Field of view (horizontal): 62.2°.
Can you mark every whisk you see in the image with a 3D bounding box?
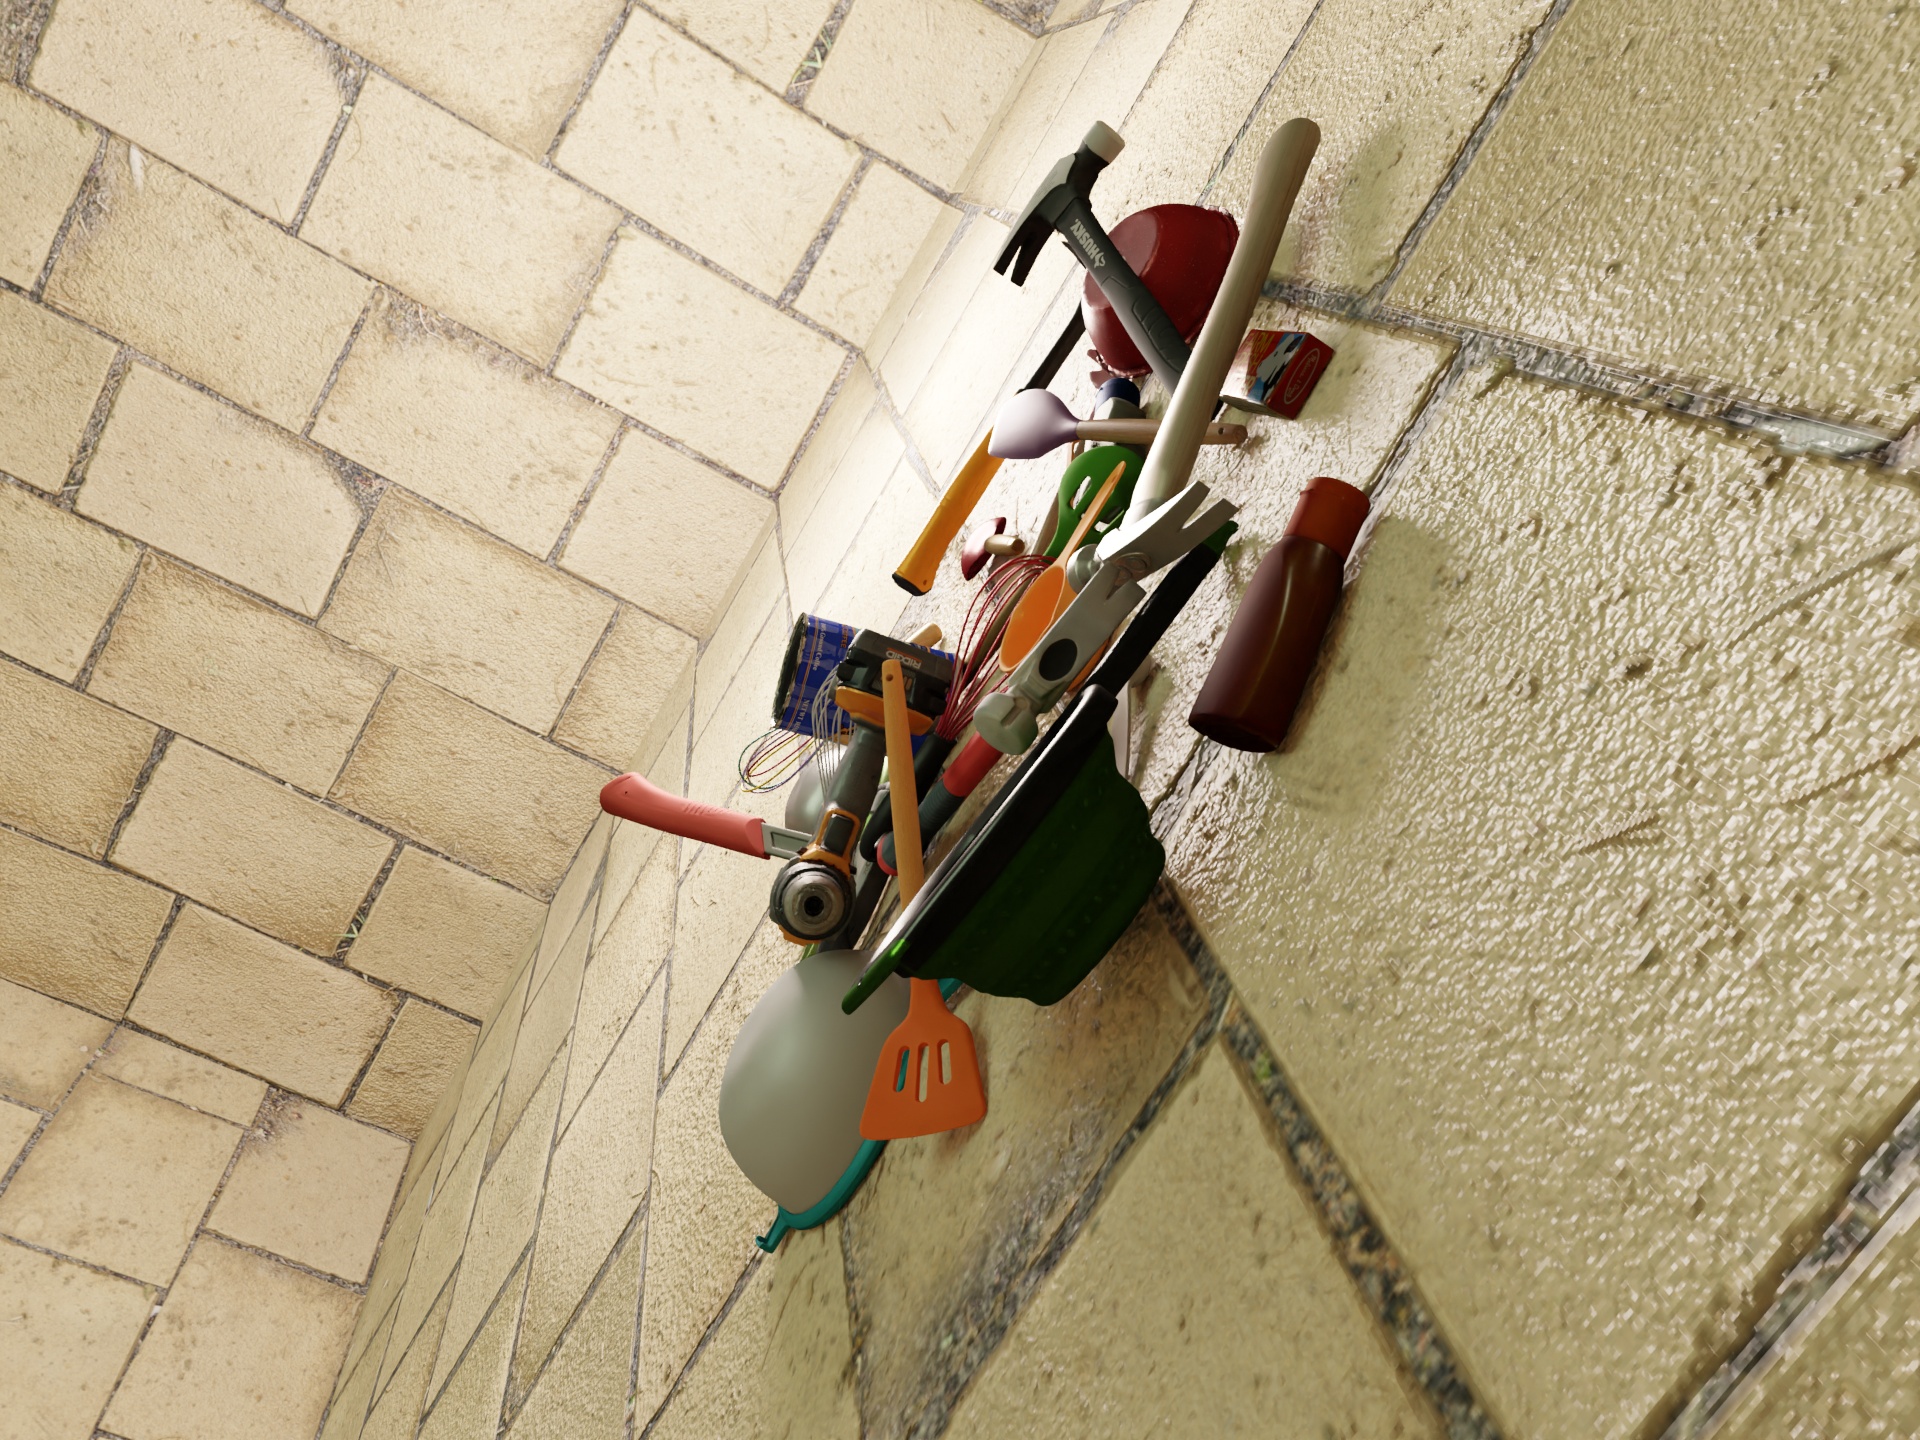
[{"bbox_3d":[-0.002,-0.004,1.251,0.295,0.073,0.073,-58,17,19],"label":"whisk"},{"bbox_3d":[-0.094,0.093,1.264,0.070,0.070,0.284,-165,80,-73],"label":"whisk"},{"bbox_3d":[-0.114,-0.014,1.507,0.245,0.051,0.047,-40,-5,-14],"label":"whisk"}]

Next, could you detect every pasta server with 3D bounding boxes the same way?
[{"bbox_3d":[0.097,-0.227,1.357,0.060,0.040,0.316,4,67,55],"label":"pasta server"}]

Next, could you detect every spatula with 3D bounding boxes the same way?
[{"bbox_3d":[0.108,-0.220,1.197,0.316,0.018,0.060,20,94,58],"label":"spatula"},{"bbox_3d":[-0.034,0.105,1.021,0.081,0.041,0.323,-13,66,15],"label":"spatula"}]

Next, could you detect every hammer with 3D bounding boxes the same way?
[{"bbox_3d":[0.038,-0.259,1.413,0.337,0.034,0.127,-57,-27,-2],"label":"hammer"},{"bbox_3d":[0.014,0.024,1.106,0.143,0.038,0.386,-50,-2,-27],"label":"hammer"},{"bbox_3d":[0.183,-0.266,1.069,0.146,0.038,0.411,-30,32,58],"label":"hammer"},{"bbox_3d":[-0.205,0.108,1.427,0.359,0.036,0.149,10,68,39],"label":"hammer"},{"bbox_3d":[0.123,-0.332,1.241,0.146,0.035,0.335,-47,43,25],"label":"hammer"}]

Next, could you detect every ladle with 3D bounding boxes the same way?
[{"bbox_3d":[0.030,-0.148,1.354,0.069,0.031,0.315,-58,7,3],"label":"ladle"}]

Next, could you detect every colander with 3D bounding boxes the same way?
[{"bbox_3d":[0.089,0.032,0.907,0.397,0.094,0.204,-51,-1,-31],"label":"colander"}]

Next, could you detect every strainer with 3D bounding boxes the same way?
[{"bbox_3d":[-0.133,0.117,1.448,0.151,0.069,0.257,-47,20,42],"label":"strainer"},{"bbox_3d":[-0.082,0.208,1.101,0.340,0.095,0.211,-51,19,38],"label":"strainer"}]

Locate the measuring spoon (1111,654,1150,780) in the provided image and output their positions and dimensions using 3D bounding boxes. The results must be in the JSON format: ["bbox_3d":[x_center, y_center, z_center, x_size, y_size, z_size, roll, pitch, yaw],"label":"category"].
[{"bbox_3d":[0.108,0.003,1.007,0.034,0.018,0.124,-42,32,50],"label":"measuring spoon"}]

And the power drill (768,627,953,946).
[{"bbox_3d":[-0.078,0.053,1.137,0.185,0.084,0.226,147,143,-84],"label":"power drill"}]

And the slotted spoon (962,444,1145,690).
[{"bbox_3d":[0.059,-0.106,1.265,0.031,0.070,0.313,-46,-4,-40],"label":"slotted spoon"}]

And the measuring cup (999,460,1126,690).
[{"bbox_3d":[0.092,-0.100,1.145,0.173,0.052,0.095,-60,16,0],"label":"measuring cup"}]

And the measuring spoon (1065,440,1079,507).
[{"bbox_3d":[0.091,-0.181,1.270,0.021,0.011,0.117,-128,37,-71],"label":"measuring spoon"}]
